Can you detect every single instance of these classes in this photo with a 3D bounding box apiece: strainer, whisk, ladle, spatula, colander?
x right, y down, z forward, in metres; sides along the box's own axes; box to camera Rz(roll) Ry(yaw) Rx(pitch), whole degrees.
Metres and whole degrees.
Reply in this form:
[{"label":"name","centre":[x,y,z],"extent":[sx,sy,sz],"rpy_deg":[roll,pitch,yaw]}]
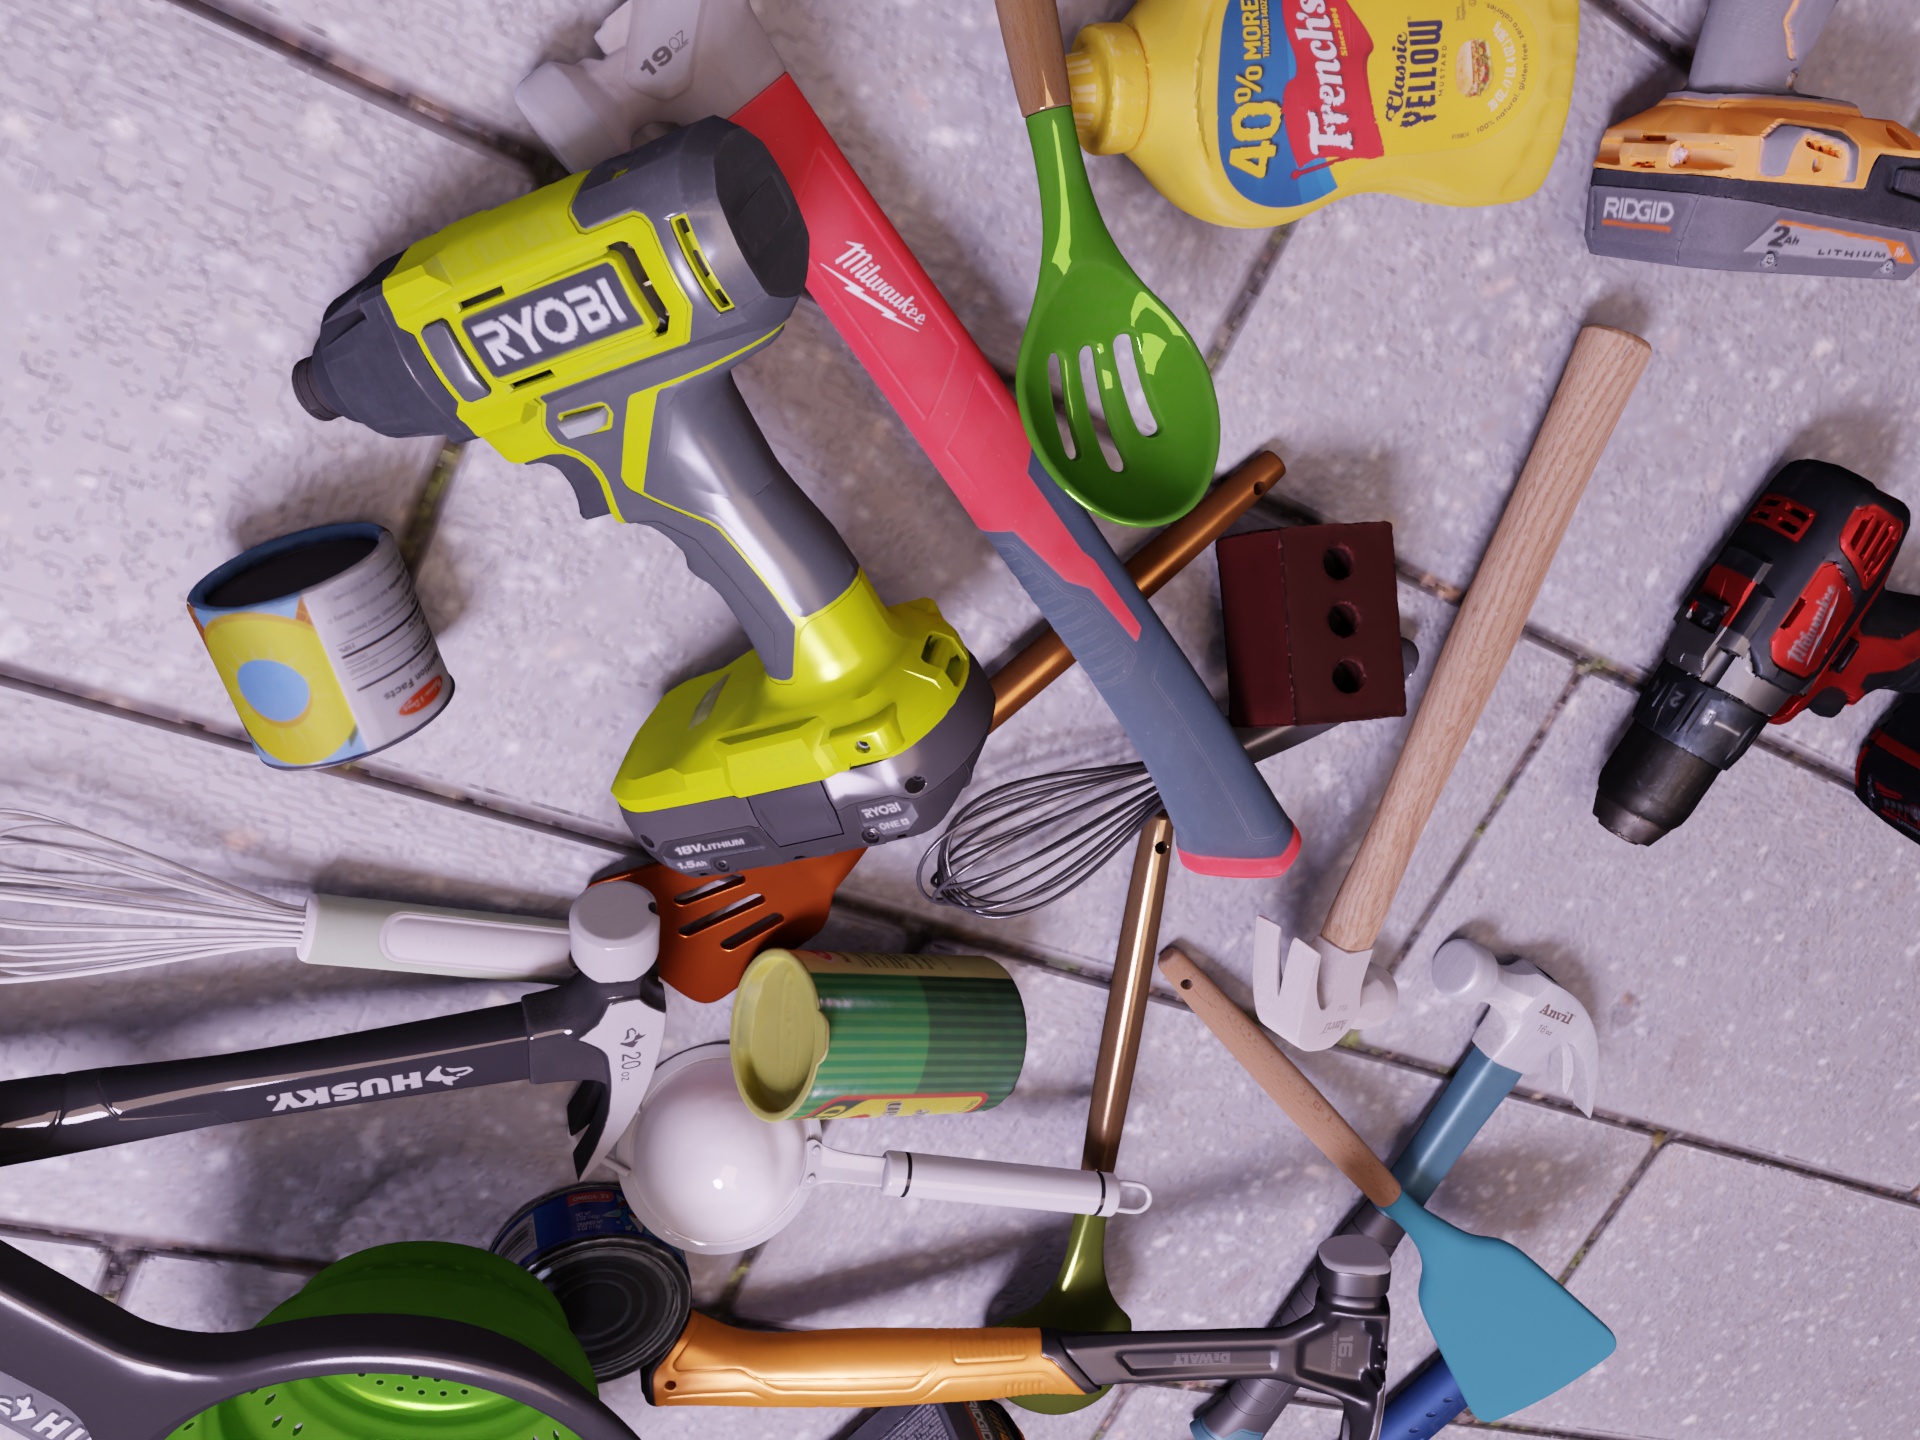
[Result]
[{"label":"strainer","centre":[-0.035,0.191,0.677],"extent":[0.258,0.050,0.087],"rpy_deg":[11,84,-17]},{"label":"whisk","centre":[0.090,0.018,0.660],"extent":[0.239,0.055,0.055],"rpy_deg":[-26,121,-12]},{"label":"whisk","centre":[-0.240,0.072,0.564],"extent":[0.246,0.059,0.058],"rpy_deg":[11,81,-29]},{"label":"ladle","centre":[0.062,0.187,0.741],"extent":[0.078,0.062,0.320],"rpy_deg":[3,107,-16]},{"label":"spatula","centre":[0.196,0.219,0.766],"extent":[0.082,0.044,0.317],"rpy_deg":[-38,110,15]},{"label":"colander","centre":[-0.260,0.216,0.570],"extent":[0.204,0.095,0.396],"rpy_deg":[-35,118,15]},{"label":"spatula","centre":[-0.001,-0.002,0.629],"extent":[0.322,0.041,0.081],"rpy_deg":[-40,123,-3]}]

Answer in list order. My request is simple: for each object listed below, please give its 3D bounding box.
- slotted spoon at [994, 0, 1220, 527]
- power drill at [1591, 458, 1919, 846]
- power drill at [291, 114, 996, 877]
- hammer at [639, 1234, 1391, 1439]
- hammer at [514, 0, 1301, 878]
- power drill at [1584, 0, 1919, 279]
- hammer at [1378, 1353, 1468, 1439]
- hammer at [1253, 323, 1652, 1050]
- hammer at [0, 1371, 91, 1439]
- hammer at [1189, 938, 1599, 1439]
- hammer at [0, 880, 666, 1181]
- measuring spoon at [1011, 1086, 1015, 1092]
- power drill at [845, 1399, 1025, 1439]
[{"label":"slotted spoon","centre":[0.023,-0.213,0.486],"extent":[0.070,0.031,0.313],"rpy_deg":[-18,103,-21]},{"label":"power drill","centre":[0.418,0.000,0.754],"extent":[0.226,0.080,0.188],"rpy_deg":[21,106,-25]},{"label":"power drill","centre":[-0.096,-0.059,0.513],"extent":[0.171,0.080,0.223],"rpy_deg":[-13,124,24]},{"label":"hammer","centre":[0.025,0.298,0.723],"extent":[0.337,0.034,0.127],"rpy_deg":[0,103,-2]},{"label":"hammer","centre":[0.028,-0.094,0.557],"extent":[0.143,0.038,0.386],"rpy_deg":[-38,114,0]},{"label":"power drill","centre":[0.333,-0.281,0.582],"extent":[0.185,0.084,0.226],"rpy_deg":[-4,112,-20]},{"label":"hammer","centre":[0.176,0.480,0.923],"extent":[0.405,0.035,0.144],"rpy_deg":[-45,122,5]},{"label":"hammer","centre":[0.209,-0.006,0.679],"extent":[0.130,0.031,0.331],"rpy_deg":[3,112,-53]},{"label":"hammer","centre":[-0.385,0.232,0.595],"extent":[0.149,0.036,0.408],"rpy_deg":[-37,121,-1]},{"label":"hammer","centre":[0.217,0.267,0.835],"extent":[0.128,0.033,0.331],"rpy_deg":[23,106,-27]},{"label":"hammer","centre":[-0.273,0.135,0.558],"extent":[0.334,0.035,0.146],"rpy_deg":[-6,135,-19]},{"label":"measuring spoon","centre":[-0.027,0.149,0.697],"extent":[0.124,0.018,0.034],"rpy_deg":[22,64,-33]},{"label":"power drill","centre":[0.035,0.420,0.818],"extent":[0.164,0.084,0.226],"rpy_deg":[-42,126,3]}]
